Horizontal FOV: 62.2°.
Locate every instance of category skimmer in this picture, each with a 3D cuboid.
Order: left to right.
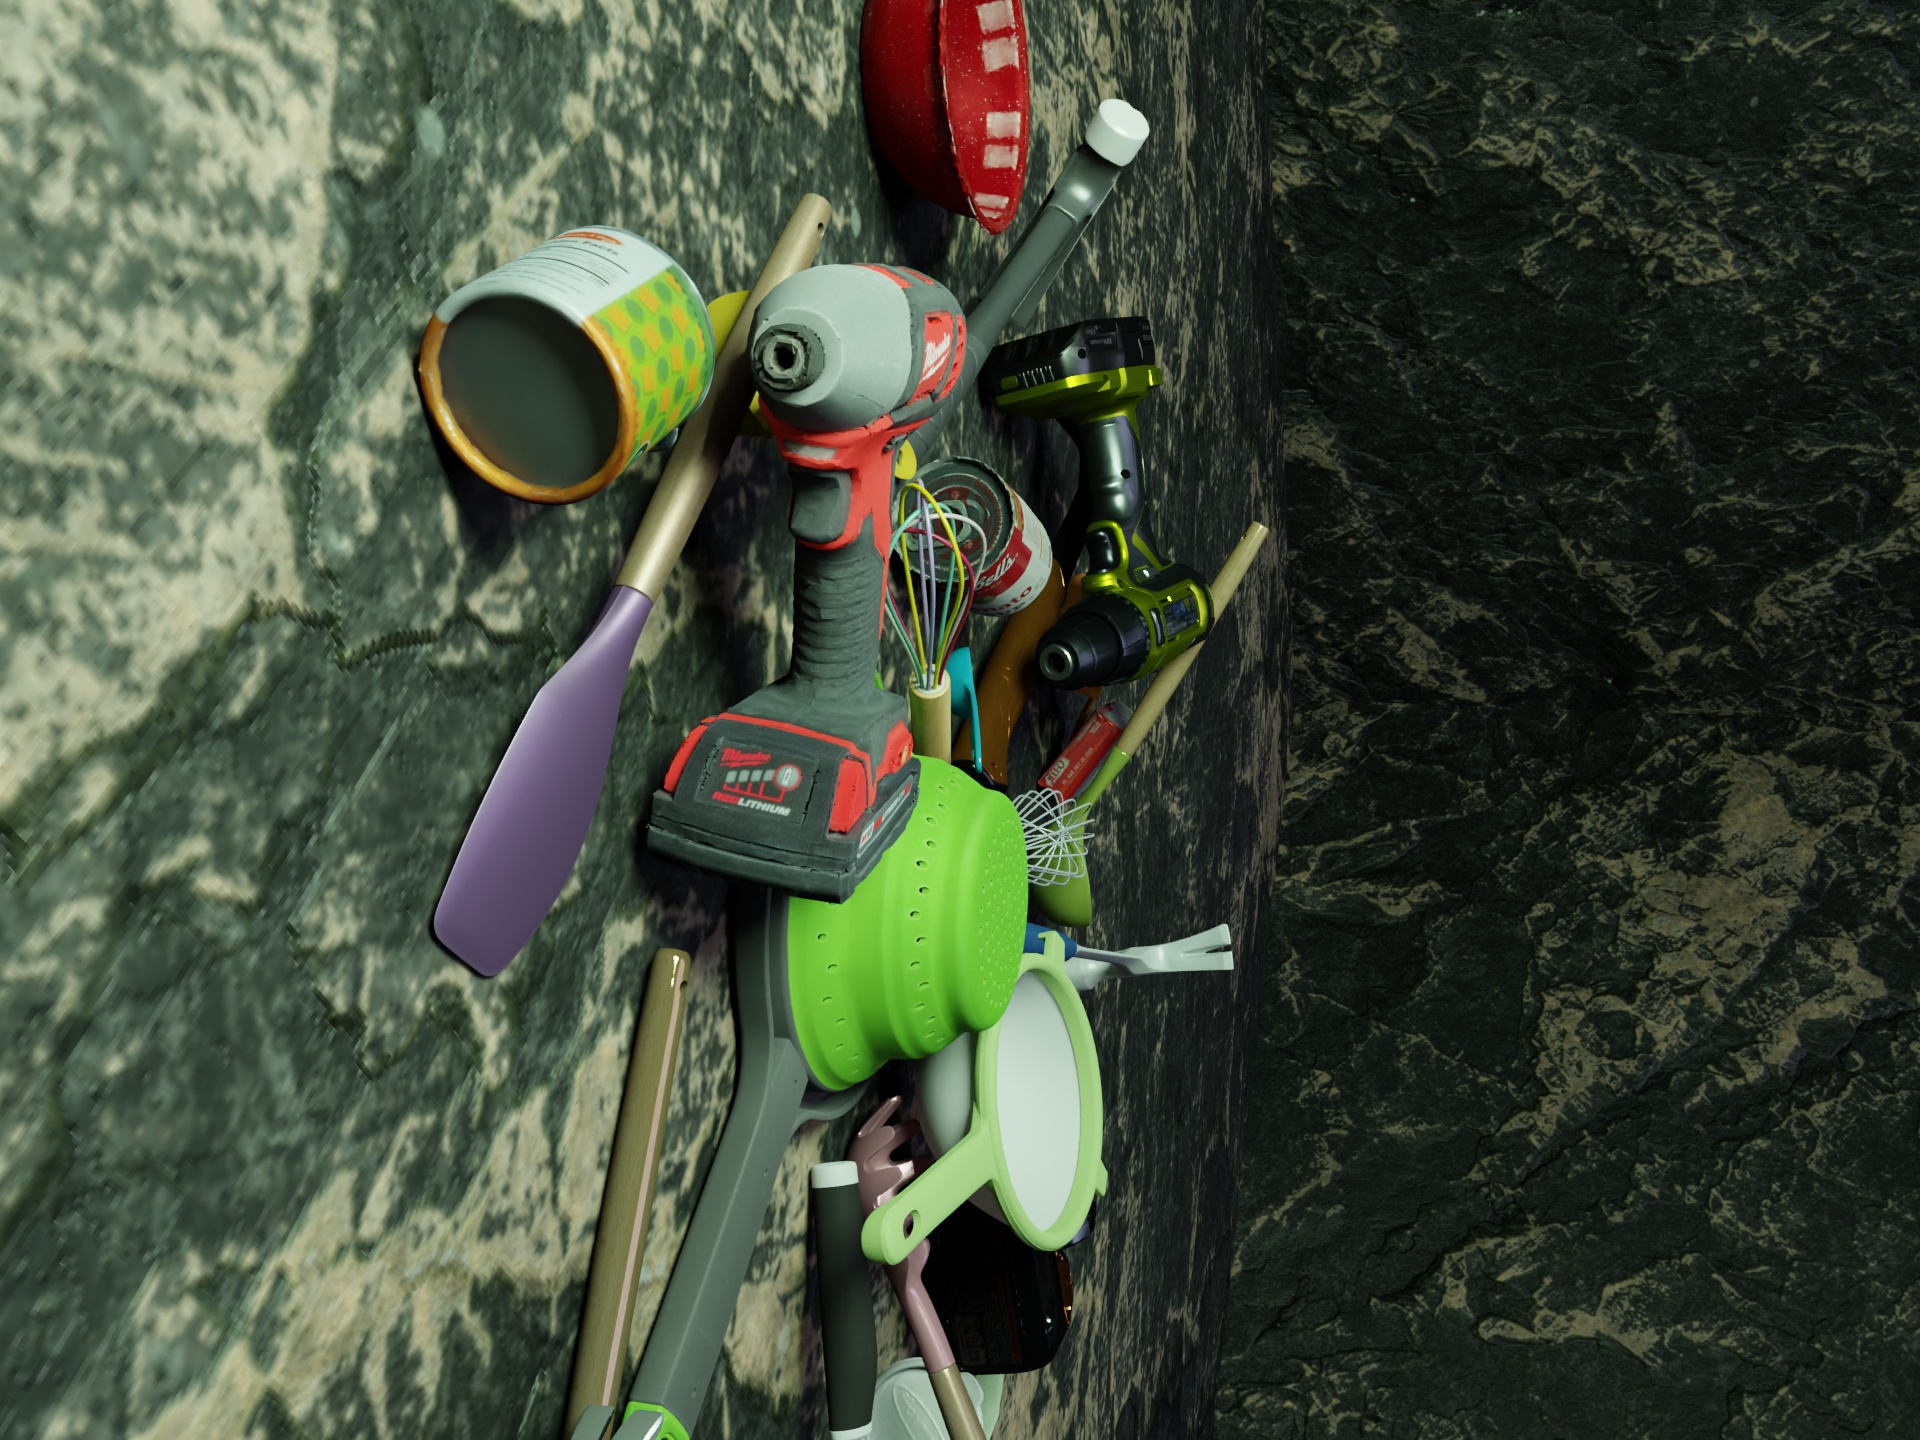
[{"bbox_3d":[-0.072,0.395,0.740,0.127,0.090,0.363,19,64,-65],"label":"skimmer"}]

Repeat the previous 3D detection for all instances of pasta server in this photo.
[{"bbox_3d":[0.008,0.342,0.780,0.060,0.040,0.316,38,28,-74],"label":"pasta server"}]

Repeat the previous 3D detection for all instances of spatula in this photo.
[{"bbox_3d":[-0.102,-0.062,0.546,0.059,0.018,0.316,66,38,-58],"label":"spatula"}]

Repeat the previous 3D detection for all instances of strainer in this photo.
[{"bbox_3d":[-0.003,0.208,0.794,0.256,0.069,0.151,-17,97,-64],"label":"strainer"}]

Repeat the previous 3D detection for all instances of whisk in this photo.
[{"bbox_3d":[-0.015,-0.029,0.795,0.051,0.047,0.244,-57,163,-29],"label":"whisk"},{"bbox_3d":[0.023,0.080,0.987,0.284,0.070,0.070,-3,95,-69],"label":"whisk"}]

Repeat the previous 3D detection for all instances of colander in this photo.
[{"bbox_3d":[-0.042,0.145,0.691,0.204,0.094,0.397,76,23,-45],"label":"colander"}]

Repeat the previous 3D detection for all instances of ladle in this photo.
[{"bbox_3d":[0.140,0.005,1.137,0.320,0.062,0.078,-59,-166,7],"label":"ladle"}]

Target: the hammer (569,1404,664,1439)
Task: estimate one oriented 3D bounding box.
[{"bbox_3d":[-0.052,0.369,0.626,0.408,0.036,0.149,49,42,-53],"label":"hammer"}]

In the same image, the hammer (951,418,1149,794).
[{"bbox_3d":[0.051,-0.083,1.049,0.127,0.034,0.337,54,41,-31],"label":"hammer"}]

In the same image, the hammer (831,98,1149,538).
[{"bbox_3d":[0.006,-0.200,0.842,0.146,0.035,0.335,-50,-172,49],"label":"hammer"}]

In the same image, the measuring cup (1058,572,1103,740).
[{"bbox_3d":[0.084,-0.041,1.200,0.173,0.052,0.095,108,3,-54],"label":"measuring cup"}]

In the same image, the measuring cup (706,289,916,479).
[{"bbox_3d":[-0.062,-0.130,0.663,0.156,0.029,0.062,24,70,-64],"label":"measuring cup"}]

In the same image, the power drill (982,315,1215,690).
[{"bbox_3d":[0.086,-0.135,1.020,0.190,0.080,0.228,-25,104,-56],"label":"power drill"}]

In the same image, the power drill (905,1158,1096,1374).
[{"bbox_3d":[0.032,0.280,0.987,0.226,0.084,0.164,-32,114,-75],"label":"power drill"}]

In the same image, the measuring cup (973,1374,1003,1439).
[{"bbox_3d":[-0.012,0.431,0.941,0.168,0.038,0.083,-66,154,-47],"label":"measuring cup"}]

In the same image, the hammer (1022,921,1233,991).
[{"bbox_3d":[0.076,0.155,1.083,0.405,0.144,0.035,26,55,-65],"label":"hammer"}]

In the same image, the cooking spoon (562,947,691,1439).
[{"bbox_3d":[-0.127,0.237,0.547,0.068,0.017,0.319,40,54,-60],"label":"cooking spoon"}]

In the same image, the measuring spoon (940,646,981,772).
[{"bbox_3d":[-0.001,-0.003,0.886,0.129,0.021,0.042,-97,-176,-65],"label":"measuring spoon"}]

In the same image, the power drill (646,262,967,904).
[{"bbox_3d":[-0.051,-0.054,0.580,0.143,0.078,0.219,-48,149,-70],"label":"power drill"}]
